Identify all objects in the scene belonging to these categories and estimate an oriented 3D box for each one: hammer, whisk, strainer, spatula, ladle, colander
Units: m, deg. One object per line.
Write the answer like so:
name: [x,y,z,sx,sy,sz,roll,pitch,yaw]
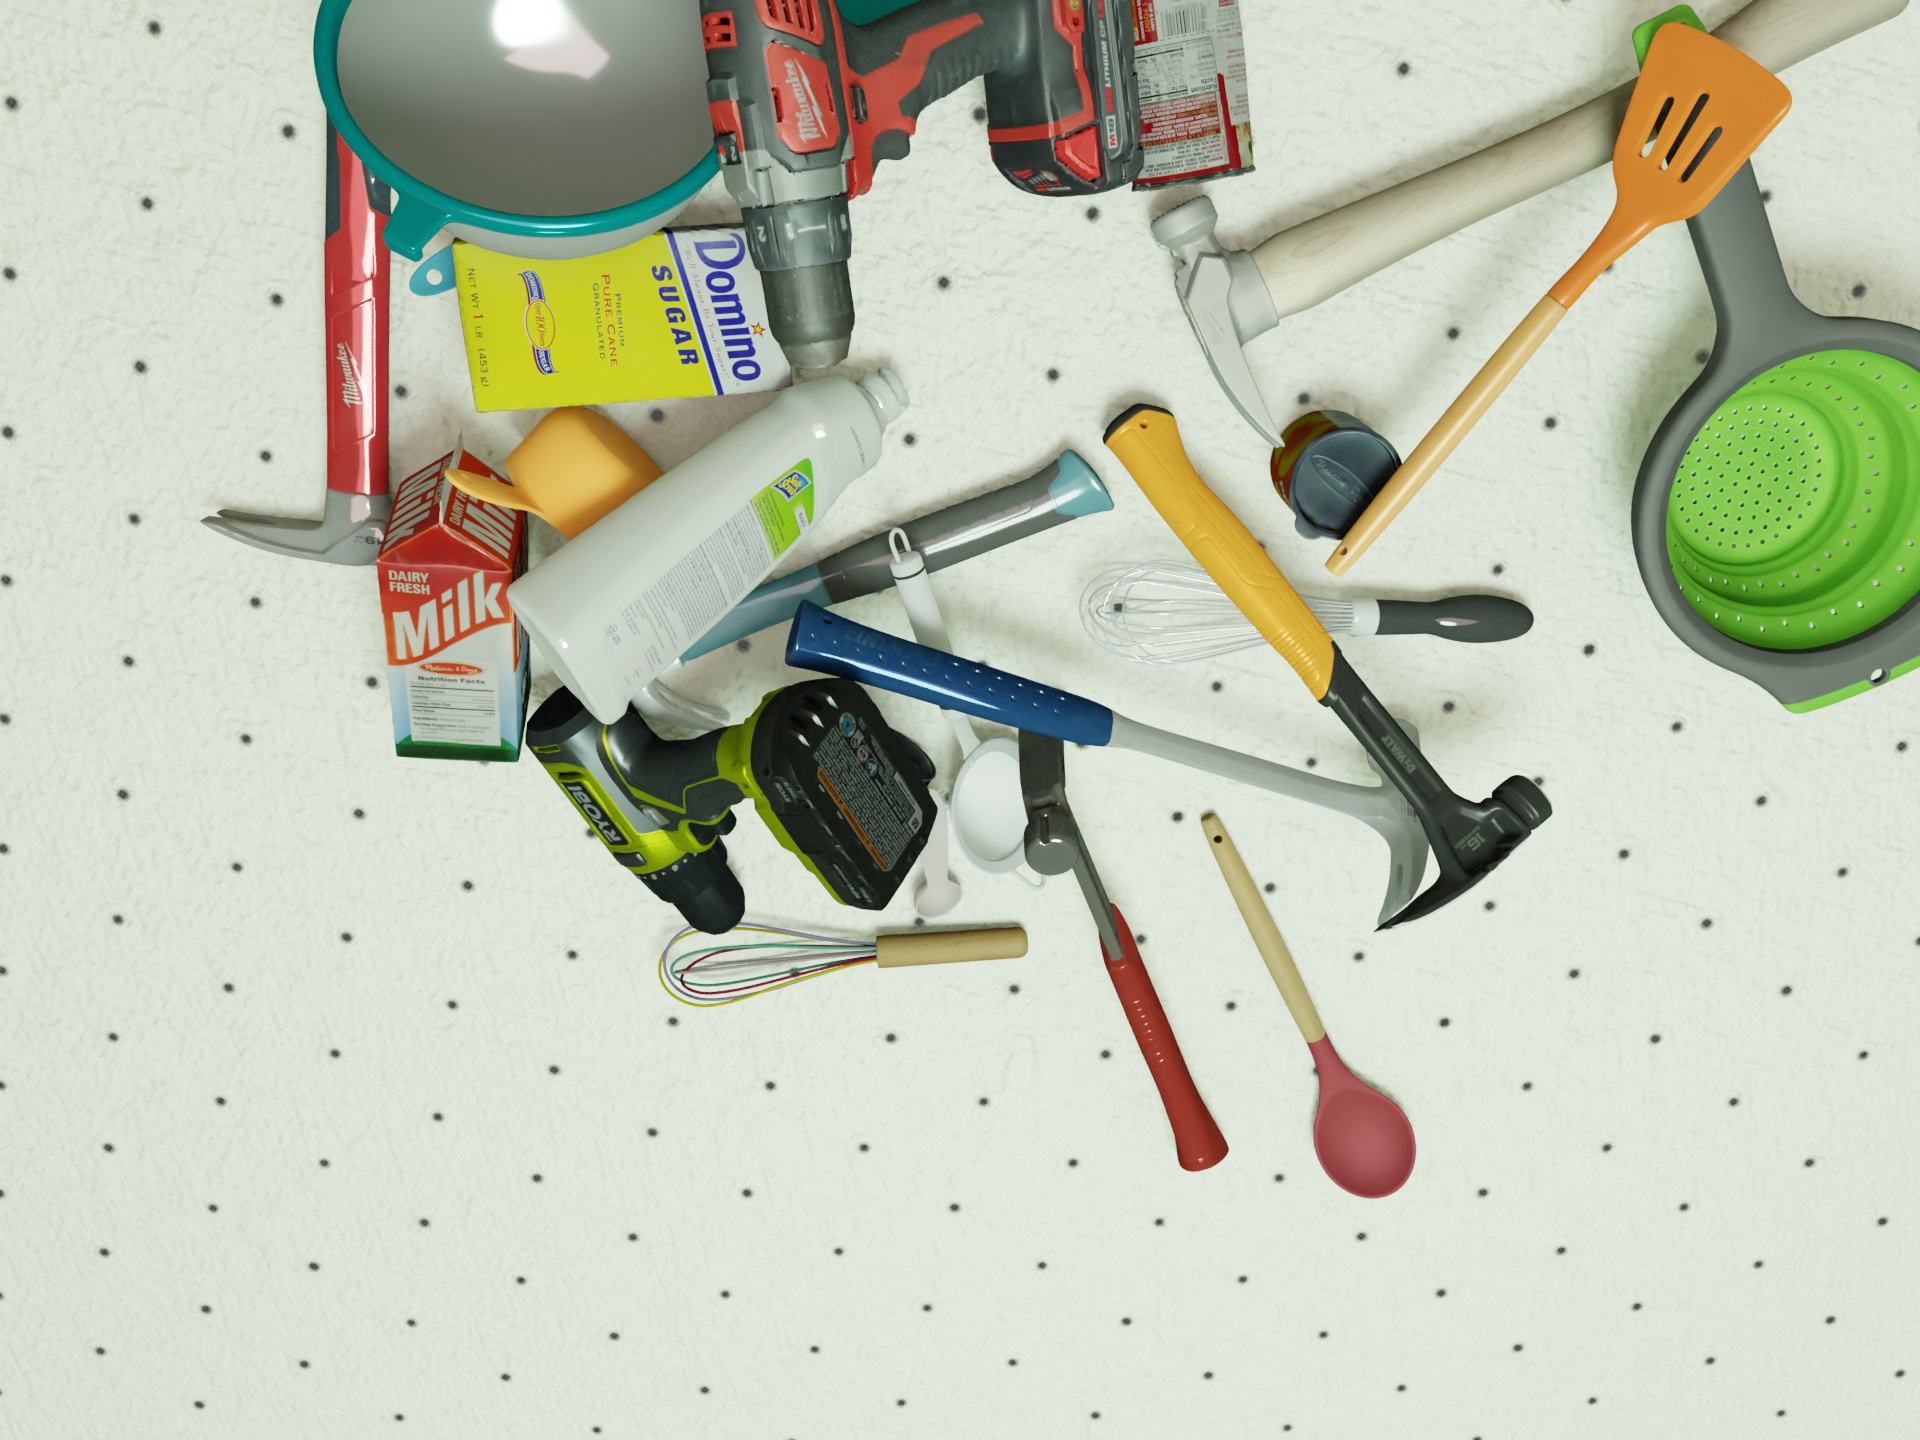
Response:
hammer: [-0.350,-0.276,0.884,0.143,0.038,0.386,8,111,-2]
whisk: [-0.077,0.159,1.055,0.245,0.047,0.051,-3,129,-4]
strainer: [-0.002,-0.003,0.976,0.050,0.087,0.258,8,127,40]
hammer: [-0.069,-0.089,0.963,0.331,0.033,0.128,-20,109,7]
hammer: [0.096,0.011,0.927,0.405,0.144,0.035,16,139,-13]
spatula: [0.297,-0.205,0.846,0.081,0.041,0.322,50,117,28]
ladle: [0.231,0.195,1.082,0.069,0.031,0.315,-26,108,6]
hammer: [0.320,-0.300,0.875,0.410,0.038,0.146,-25,98,7]
colander: [0.441,-0.201,0.896,0.204,0.094,0.396,-25,108,8]
hammer: [0.190,-0.041,0.914,0.127,0.034,0.337,-36,84,-19]
strainer: [-0.155,-0.329,0.838,0.340,0.095,0.211,-15,73,-18]
whisk: [0.212,-0.065,0.969,0.284,0.070,0.070,0,111,-7]
hammer: [0.109,0.160,1.036,0.037,0.149,0.358,-16,122,13]

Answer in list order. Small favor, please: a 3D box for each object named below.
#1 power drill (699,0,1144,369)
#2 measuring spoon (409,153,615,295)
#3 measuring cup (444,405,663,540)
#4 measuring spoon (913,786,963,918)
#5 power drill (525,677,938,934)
power drill: [-0.018,-0.288,0.802,0.226,0.080,0.187,-21,114,-30]
measuring spoon: [-0.249,-0.271,0.885,0.128,0.021,0.042,-30,110,-2]
measuring cup: [-0.219,-0.138,0.871,0.052,0.173,0.095,-44,82,11]
measuring spoon: [-0.019,0.082,1.017,0.034,0.018,0.124,-19,137,-15]
power drill: [-0.131,0.056,0.942,0.228,0.080,0.190,-4,129,39]
